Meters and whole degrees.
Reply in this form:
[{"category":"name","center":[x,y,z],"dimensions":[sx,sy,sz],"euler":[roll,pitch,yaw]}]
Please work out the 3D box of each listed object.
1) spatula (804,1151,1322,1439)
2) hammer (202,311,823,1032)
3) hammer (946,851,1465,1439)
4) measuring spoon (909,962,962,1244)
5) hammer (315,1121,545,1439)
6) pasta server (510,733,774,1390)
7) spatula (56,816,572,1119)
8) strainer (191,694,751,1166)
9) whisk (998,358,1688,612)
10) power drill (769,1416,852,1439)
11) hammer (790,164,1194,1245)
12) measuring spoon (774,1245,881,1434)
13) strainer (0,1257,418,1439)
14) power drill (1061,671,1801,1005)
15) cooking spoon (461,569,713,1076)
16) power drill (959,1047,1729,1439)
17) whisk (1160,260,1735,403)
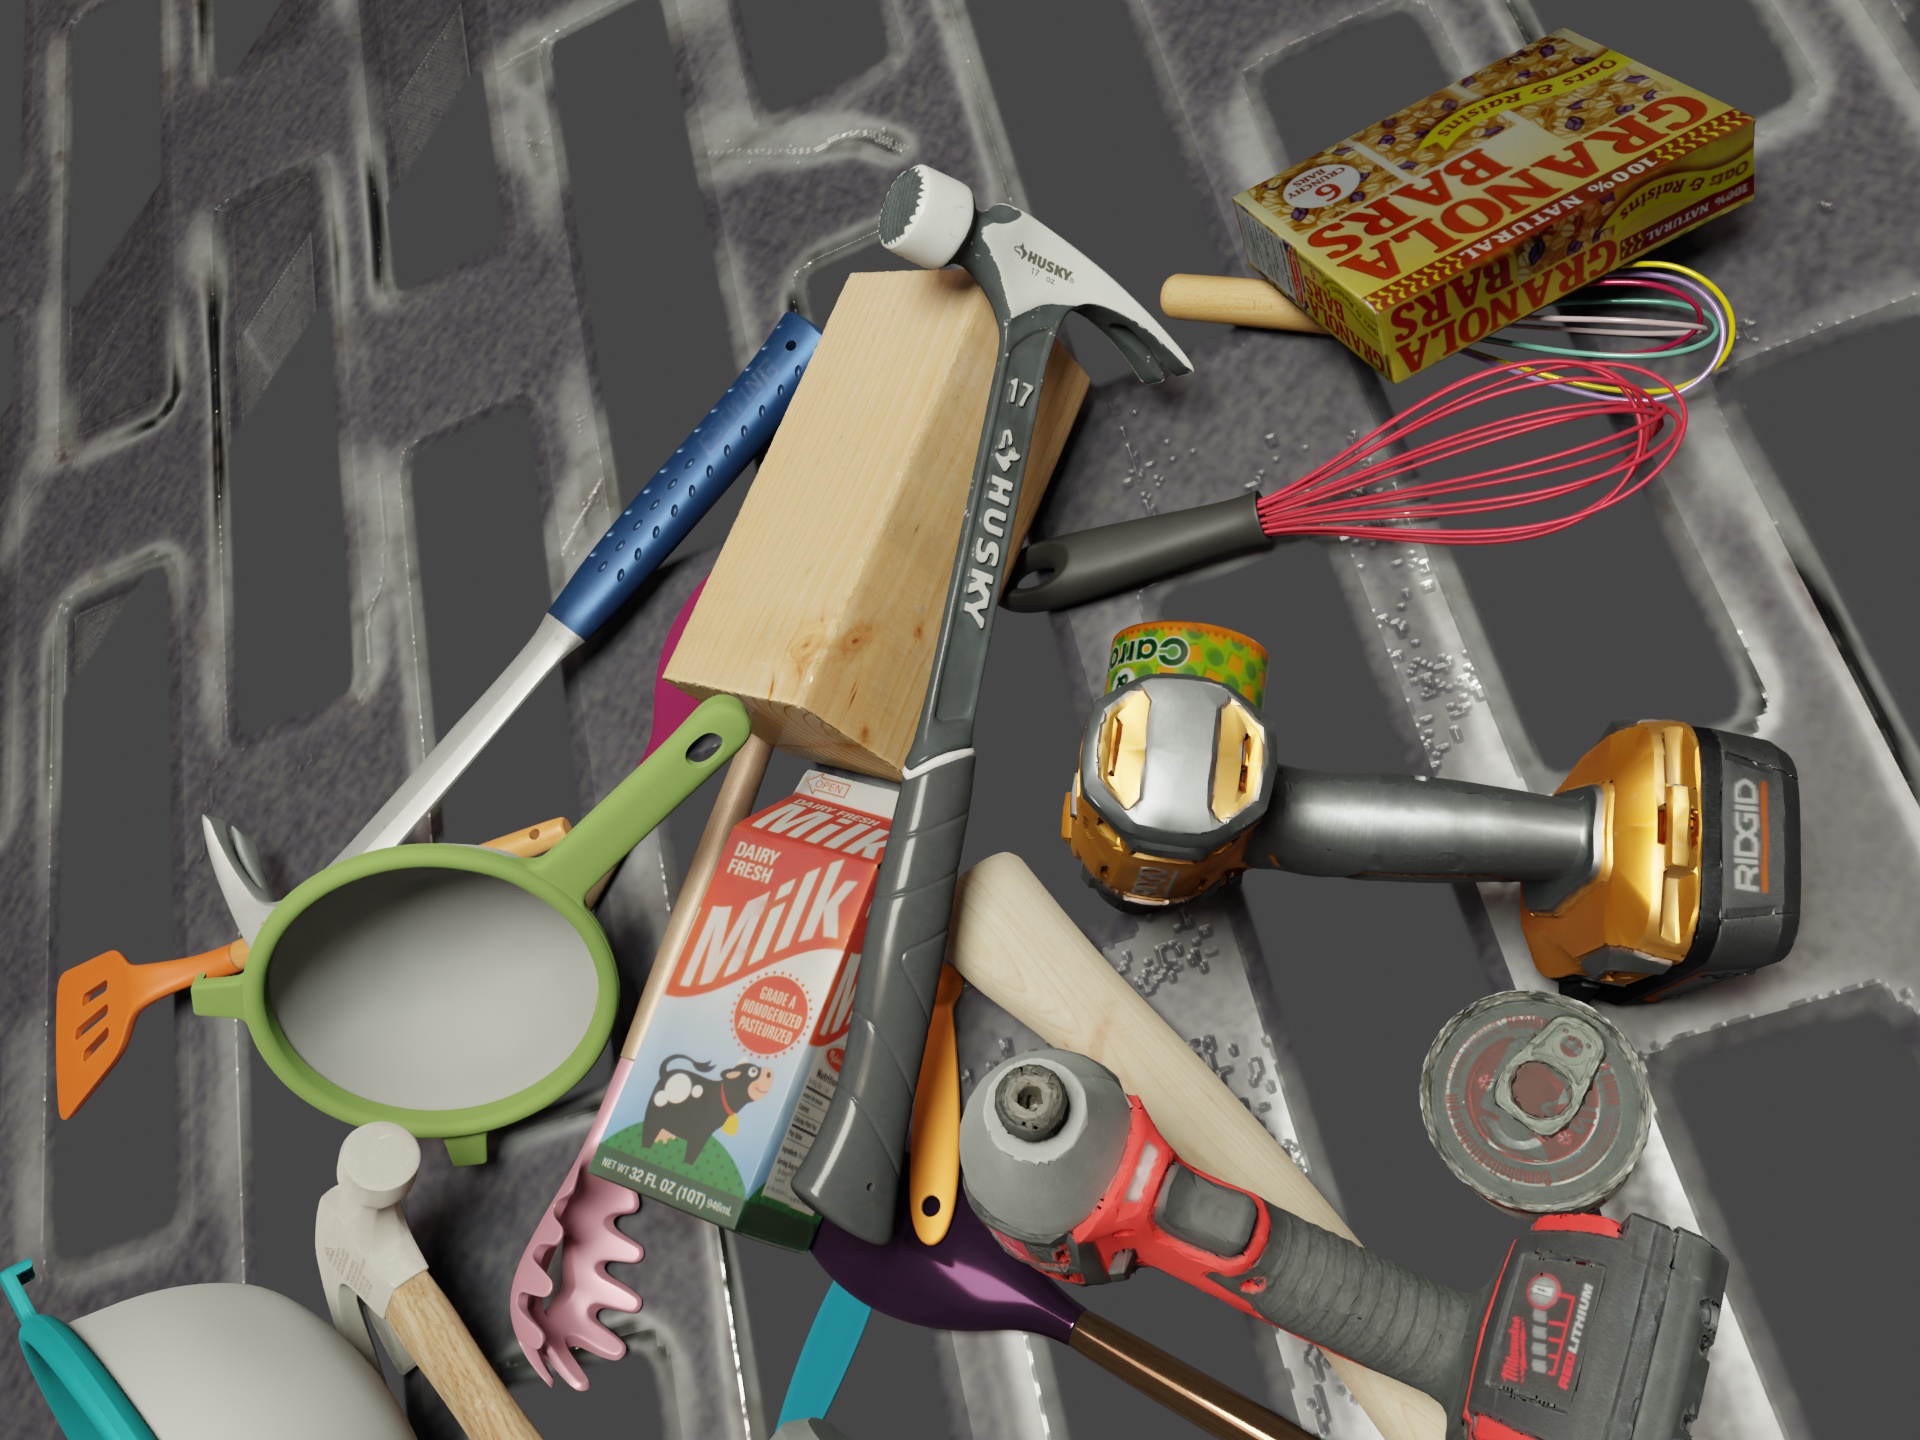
[{"category":"spatula","center":[0.065,0.242,0.595],"dimensions":[0.316,0.018,0.060],"euler":[21,72,27]},{"category":"hammer","center":[-0.205,-0.041,0.780],"dimensions":[0.144,0.035,0.405],"euler":[37,83,25]},{"category":"hammer","center":[0.135,0.190,0.568],"dimensions":[0.146,0.038,0.411],"euler":[-37,58,-8]},{"category":"measuring spoon","center":[-0.011,0.155,0.654],"dimensions":[0.021,0.011,0.117],"euler":[-7,61,16]},{"category":"hammer","center":[-0.155,0.316,0.622],"dimensions":[0.331,0.031,0.130],"euler":[45,132,20]},{"category":"pasta server","center":[-0.127,0.126,0.702],"dimensions":[0.040,0.060,0.316],"euler":[8,69,32]},{"category":"spatula","center":[-0.336,0.112,0.801],"dimensions":[0.322,0.041,0.081],"euler":[-21,64,9]},{"category":"strainer","center":[-0.187,0.068,0.681],"dimensions":[0.256,0.151,0.069],"euler":[-42,29,10]},{"category":"whisk","center":[0.146,-0.090,0.668],"dimensions":[0.296,0.073,0.073],"euler":[-13,67,24]},{"category":"power drill","center":[-0.037,0.374,0.507],"dimensions":[0.229,0.080,0.190],"euler":[36,77,24]},{"category":"hammer","center":[-0.001,-0.002,0.631],"dimensions":[0.036,0.149,0.409],"euler":[-1,76,56]},{"category":"measuring spoon","center":[-0.058,0.275,0.637],"dimensions":[0.042,0.021,0.129],"euler":[16,68,22]},{"category":"strainer","center":[-0.226,0.309,0.588],"dimensions":[0.340,0.210,0.095],"euler":[10,31,42]},{"category":"power drill","center":[0.149,0.047,0.571],"dimensions":[0.226,0.185,0.084],"euler":[7,73,4]},{"category":"cooking spoon","center":[-0.161,0.050,0.756],"dimensions":[0.069,0.017,0.319],"euler":[24,81,34]},{"category":"power drill","center":[0.103,0.165,0.487],"dimensions":[0.220,0.143,0.079],"euler":[17,65,20]},{"category":"whisk","center":[0.201,-0.178,0.685],"dimensions":[0.245,0.047,0.051],"euler":[13,59,29]}]
